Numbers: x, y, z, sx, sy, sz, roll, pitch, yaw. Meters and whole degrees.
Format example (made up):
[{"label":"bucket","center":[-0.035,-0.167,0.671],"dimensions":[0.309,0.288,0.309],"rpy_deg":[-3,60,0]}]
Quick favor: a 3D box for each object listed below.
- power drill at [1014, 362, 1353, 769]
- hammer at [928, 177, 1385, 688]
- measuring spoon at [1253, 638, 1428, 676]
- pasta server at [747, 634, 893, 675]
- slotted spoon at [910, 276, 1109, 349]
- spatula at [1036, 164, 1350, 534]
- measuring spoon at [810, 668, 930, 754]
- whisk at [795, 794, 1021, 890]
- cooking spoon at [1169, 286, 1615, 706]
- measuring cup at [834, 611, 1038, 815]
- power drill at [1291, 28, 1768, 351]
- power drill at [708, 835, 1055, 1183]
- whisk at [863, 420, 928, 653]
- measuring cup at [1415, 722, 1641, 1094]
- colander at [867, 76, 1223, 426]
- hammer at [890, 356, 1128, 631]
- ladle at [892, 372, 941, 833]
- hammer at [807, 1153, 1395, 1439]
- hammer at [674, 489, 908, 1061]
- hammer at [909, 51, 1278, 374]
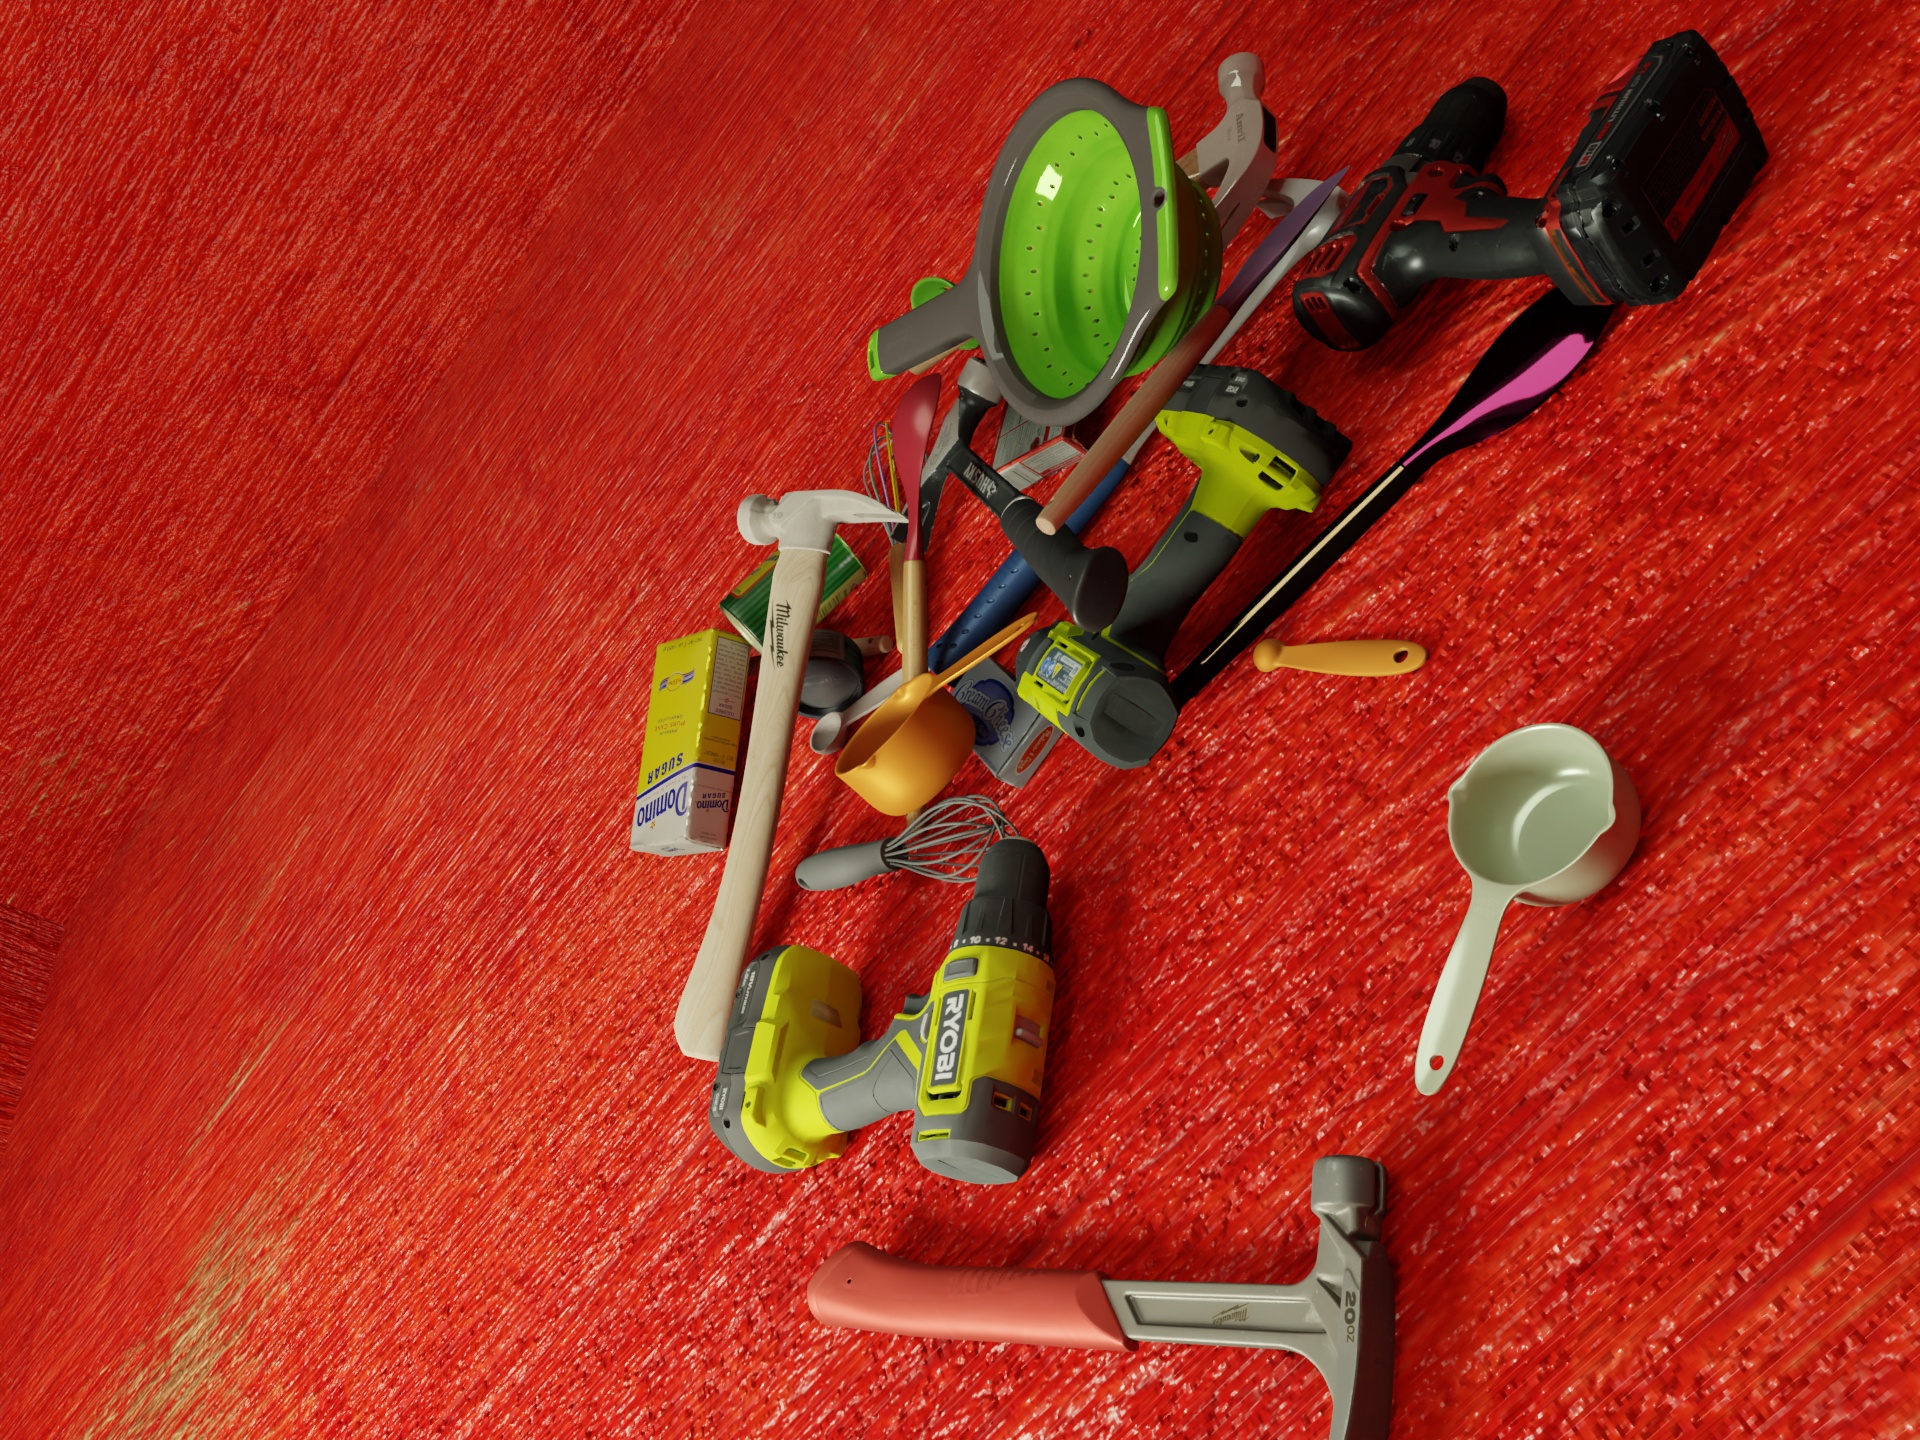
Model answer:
[{"label":"power drill","center":[0.115,-0.092,0.927],"dimensions":[0.223,0.080,0.171],"rpy_deg":[-57,21,4]},{"label":"hammer","center":[0.112,-0.187,1.058],"dimensions":[0.405,0.035,0.144],"rpy_deg":[-50,34,14]},{"label":"measuring spoon","center":[0.197,-0.035,0.841],"dimensions":[0.117,0.011,0.021],"rpy_deg":[5,68,55]},{"label":"pasta server","center":[-0.157,-0.043,1.316],"dimensions":[0.316,0.040,0.060],"rpy_deg":[-6,59,47]},{"label":"slotted spoon","center":[0.048,-0.299,1.219],"dimensions":[0.031,0.070,0.314],"rpy_deg":[-39,34,-11]},{"label":"spatula","center":[0.136,-0.219,0.923],"dimensions":[0.316,0.018,0.060],"rpy_deg":[-52,14,-23]},{"label":"measuring spoon","center":[-0.061,-0.011,1.173],"dimensions":[0.124,0.018,0.034],"rpy_deg":[-34,40,23]},{"label":"whisk","center":[-0.042,0.088,1.038],"dimensions":[0.239,0.055,0.055],"rpy_deg":[-18,50,52]},{"label":"cooking spoon","center":[0.224,-0.118,0.865],"dimensions":[0.319,0.017,0.069],"rpy_deg":[-46,32,19]},{"label":"measuring cup","center":[-0.002,-0.003,0.987],"dimensions":[0.173,0.052,0.095],"rpy_deg":[-36,18,29]},{"label":"power drill","center":[0.299,-0.288,0.847],"dimensions":[0.188,0.080,0.227],"rpy_deg":[-55,28,-14]},{"label":"power drill","center":[-0.037,0.174,0.931],"dimensions":[0.228,0.080,0.191],"rpy_deg":[-20,49,41]},{"label":"whisk","center":[-0.045,-0.144,1.238],"dimensions":[0.047,0.051,0.245],"rpy_deg":[123,150,-44]},{"label":"measuring cup","center":[0.234,0.084,0.673],"dimensions":[0.083,0.038,0.167],"rpy_deg":[11,75,56]},{"label":"colander","center":[0.057,-0.283,1.060],"dimensions":[0.397,0.094,0.204],"rpy_deg":[-4,90,61]},{"label":"hammer","center":[0.029,-0.134,1.028],"dimensions":[0.149,0.036,0.409],"rpy_deg":[-62,21,14]},{"label":"ladle","center":[-0.030,-0.081,1.074],"dimensions":[0.069,0.031,0.315],"rpy_deg":[158,112,-75]},{"label":"hammer","center":[0.046,0.290,0.759],"dimensions":[0.359,0.036,0.149],"rpy_deg":[-19,50,45]},{"label":"hammer","center":[-0.132,0.036,1.128],"dimensions":[0.146,0.038,0.411],"rpy_deg":[5,81,38]},{"label":"hammer","center":[0.080,-0.329,1.123],"dimensions":[0.331,0.031,0.130],"rpy_deg":[-23,56,38]}]
